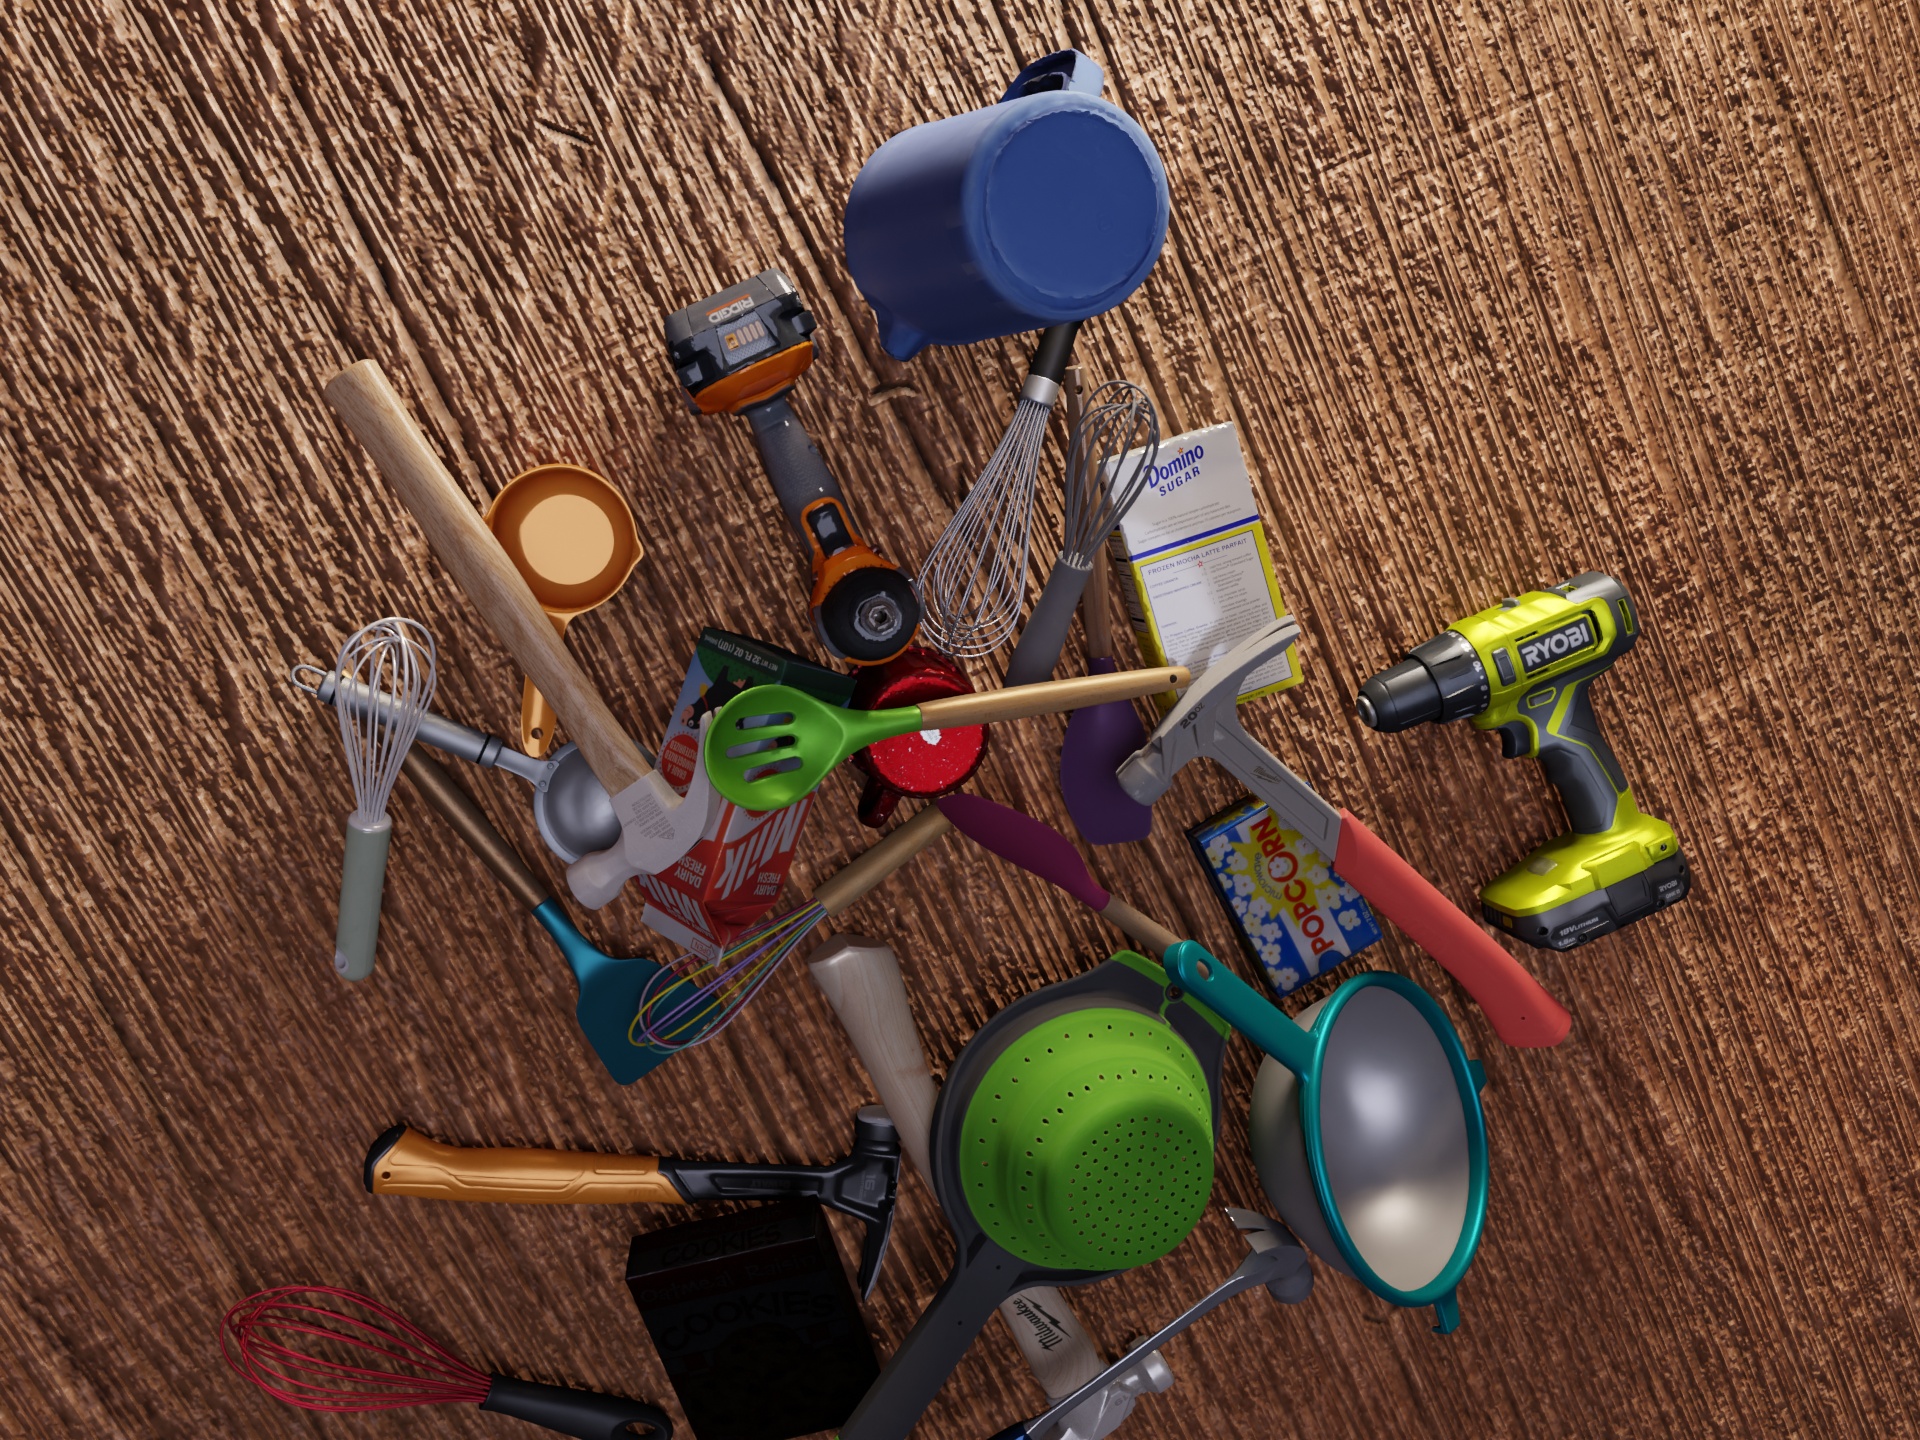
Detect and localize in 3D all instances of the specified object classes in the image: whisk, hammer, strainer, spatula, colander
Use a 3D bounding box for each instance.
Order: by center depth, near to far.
[{"bbox_3d":[-0.250,-0.059,0.904,0.130,0.031,0.331,-32,95,14],"label":"hammer"},{"bbox_3d":[-0.343,0.051,0.928,0.059,0.058,0.246,-12,127,-45],"label":"whisk"},{"bbox_3d":[-0.276,0.023,0.958,0.258,0.050,0.087,24,73,-15],"label":"strainer"},{"bbox_3d":[0.067,-0.098,0.972,0.055,0.055,0.238,13,123,-12],"label":"whisk"},{"bbox_3d":[-0.278,0.093,0.987,0.082,0.044,0.317,-39,99,-4],"label":"spatula"},{"bbox_3d":[0.043,0.338,0.987,0.204,0.094,0.397,37,86,-20],"label":"colander"},{"bbox_3d":[0.038,-0.174,0.992,0.070,0.070,0.284,19,89,-13],"label":"whisk"},{"bbox_3d":[-0.106,0.129,1.004,0.245,0.051,0.047,-36,120,-12],"label":"whisk"},{"bbox_3d":[-0.320,0.421,1.013,0.295,0.073,0.073,24,94,-19],"label":"whisk"},{"bbox_3d":[0.085,-0.066,1.014,0.060,0.018,0.315,-6,108,-1],"label":"spatula"},{"bbox_3d":[0.051,0.448,1.019,0.405,0.035,0.143,-34,142,-5],"label":"hammer"},{"bbox_3d":[-0.208,0.303,1.025,0.336,0.034,0.127,7,96,-11],"label":"hammer"},{"bbox_3d":[0.214,0.241,1.027,0.340,0.095,0.211,40,52,-28],"label":"strainer"},{"bbox_3d":[0.276,0.092,1.028,0.359,0.037,0.149,39,109,-16],"label":"hammer"},{"bbox_3d":[-0.002,0.321,1.040,0.146,0.038,0.410,-30,107,-12],"label":"hammer"}]

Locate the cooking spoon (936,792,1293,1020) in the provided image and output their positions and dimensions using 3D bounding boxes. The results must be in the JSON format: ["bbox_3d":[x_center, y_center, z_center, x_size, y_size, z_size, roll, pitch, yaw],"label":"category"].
[{"bbox_3d":[0.110,0.131,1.036,0.318,0.069,0.017,35,60,-25],"label":"cooking spoon"}]

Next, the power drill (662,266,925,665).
[{"bbox_3d":[-0.089,-0.137,0.916,0.084,0.164,0.226,-26,100,-5],"label":"power drill"}]

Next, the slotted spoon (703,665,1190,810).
[{"bbox_3d":[-0.001,-0.003,0.933,0.313,0.031,0.070,-10,97,-22],"label":"slotted spoon"}]

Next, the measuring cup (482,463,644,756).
[{"bbox_3d":[-0.242,-0.067,0.953,0.095,0.052,0.173,8,98,-10],"label":"measuring cup"}]

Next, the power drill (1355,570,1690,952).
[{"bbox_3d":[0.383,0.033,1.075,0.190,0.080,0.228,-22,99,-7],"label":"power drill"}]
